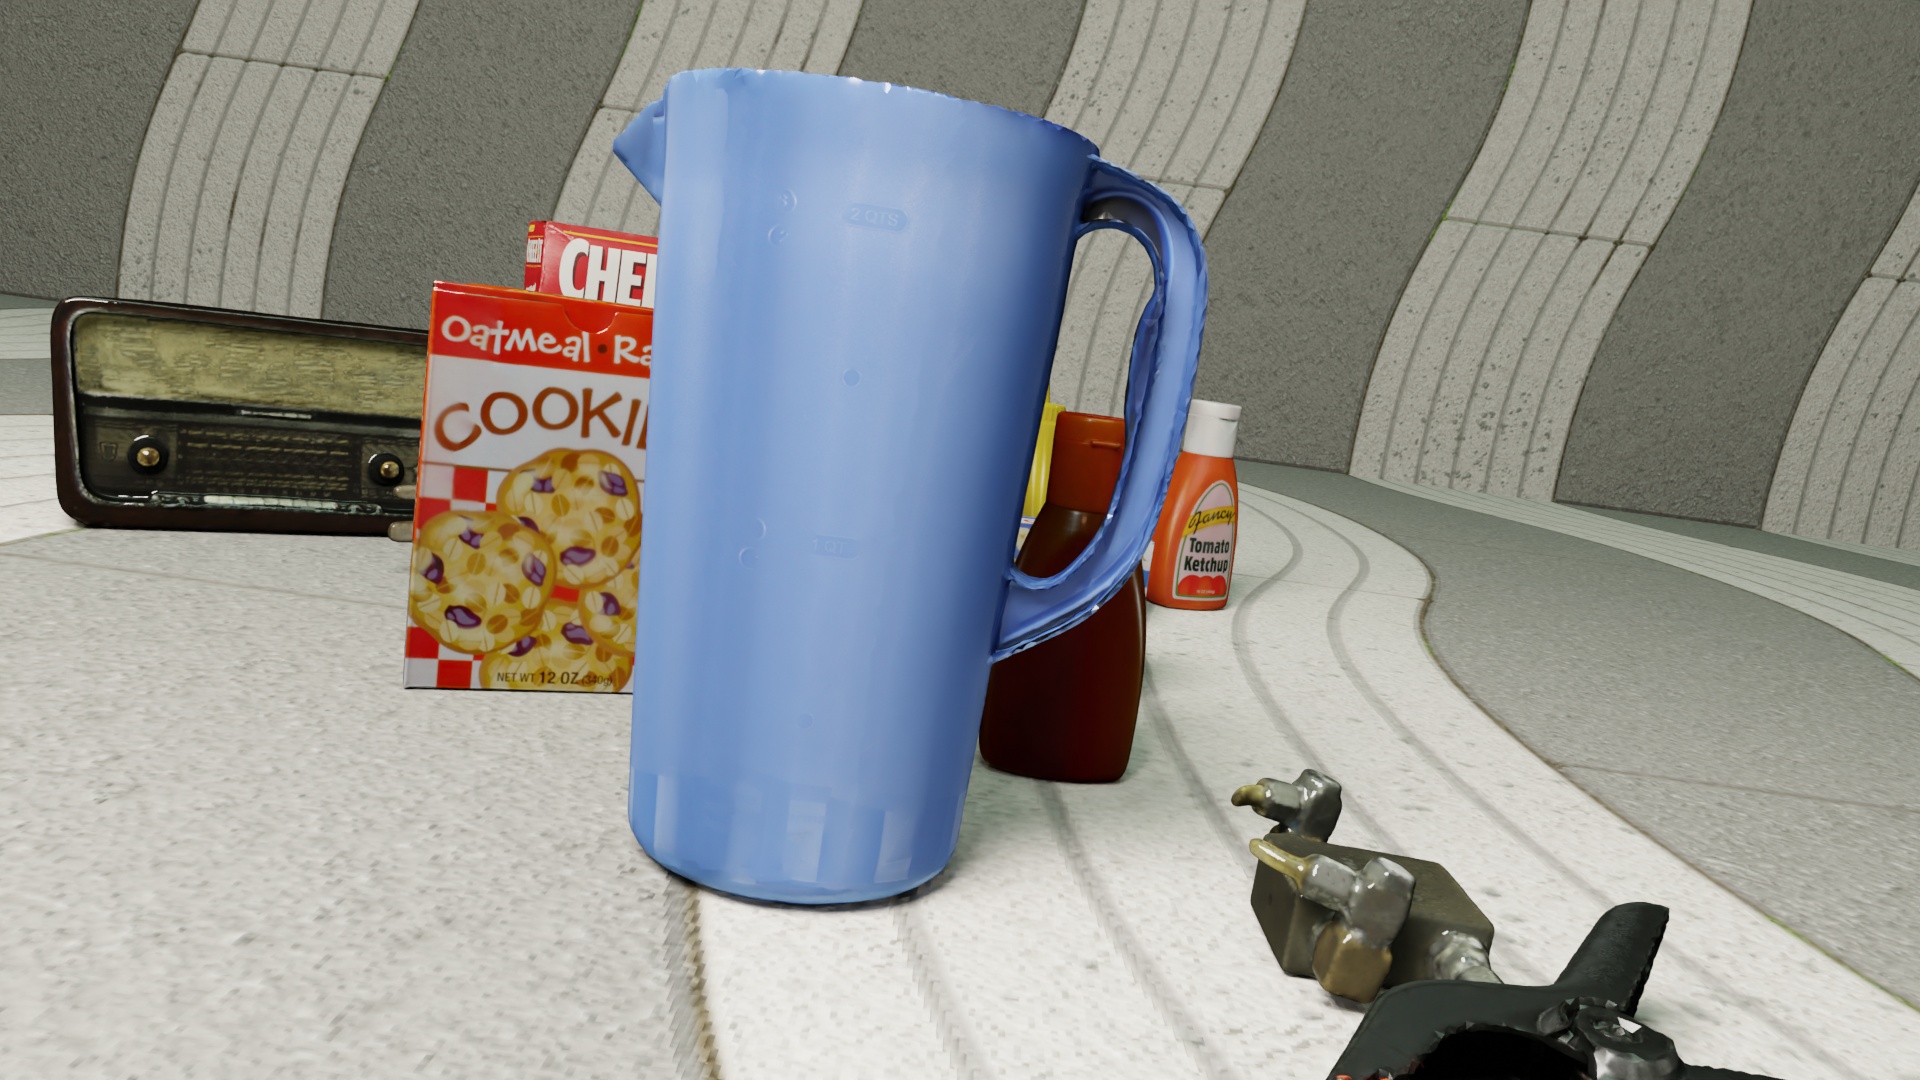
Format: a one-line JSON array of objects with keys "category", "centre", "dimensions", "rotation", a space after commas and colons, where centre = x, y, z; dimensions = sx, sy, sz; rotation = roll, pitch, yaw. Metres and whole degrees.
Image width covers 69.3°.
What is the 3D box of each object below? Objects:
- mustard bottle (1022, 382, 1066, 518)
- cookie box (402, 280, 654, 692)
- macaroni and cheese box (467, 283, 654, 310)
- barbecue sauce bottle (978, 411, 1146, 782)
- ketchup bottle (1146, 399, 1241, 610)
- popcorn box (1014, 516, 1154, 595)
[{"category": "mustard bottle", "centre": [0.056, -0.055, 1.052], "dimensions": [0.049, 0.160, 0.065], "rotation": [0, 11, -45]}, {"category": "cookie box", "centre": [-0.168, -0.020, 0.596], "dimensions": [0.123, 0.167, 0.040], "rotation": [4, 9, -22]}, {"category": "macaroni and cheese box", "centre": [-0.194, -0.037, 0.690], "dimensions": [0.124, 0.166, 0.040], "rotation": [10, 8, 16]}, {"category": "barbecue sauce bottle", "centre": [0.048, 0.022, 0.571], "dimensions": [0.065, 0.148, 0.044], "rotation": [7, 8, -4]}, {"category": "ketchup bottle", "centre": [0.172, -0.026, 1.000], "dimensions": [0.065, 0.148, 0.043], "rotation": [3, 9, -29]}, {"category": "popcorn box", "centre": [0.030, 0.031, 0.711], "dimensions": [0.127, 0.085, 0.038], "rotation": [6, 8, -10]}]
